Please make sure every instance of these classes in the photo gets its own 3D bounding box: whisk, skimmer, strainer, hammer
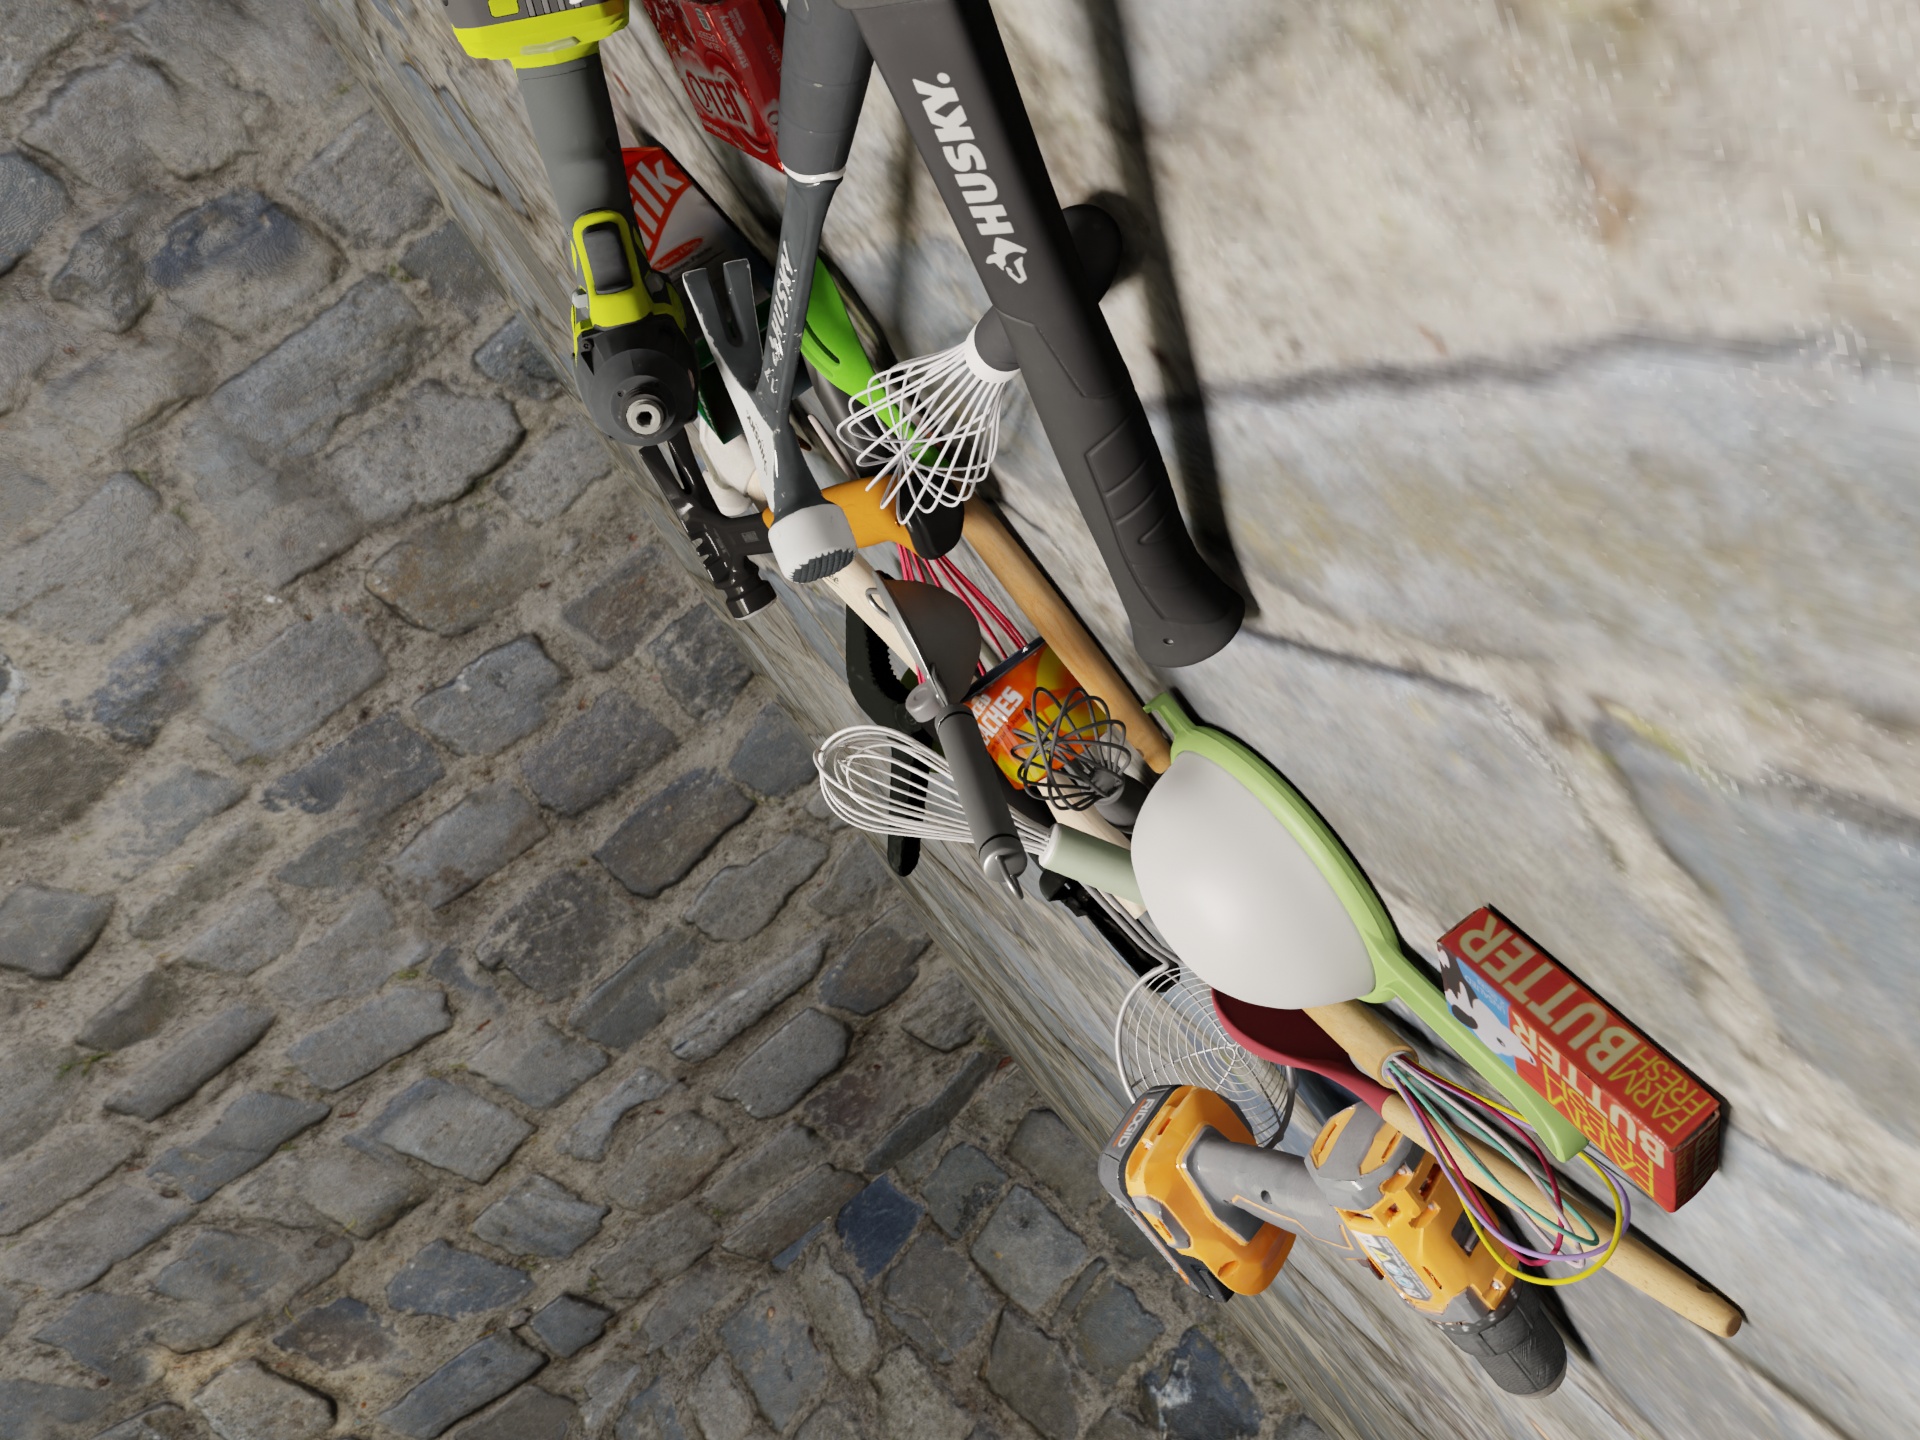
[{"bbox_3d":[0.068,0.028,0.783,0.055,0.055,0.238,51,-176,19],"label":"whisk"},{"bbox_3d":[0.039,0.061,0.825,0.246,0.057,0.059,22,-158,-7],"label":"whisk"},{"bbox_3d":[0.198,0.163,0.690,0.051,0.047,0.245,13,-168,-19],"label":"whisk"},{"bbox_3d":[0.074,0.125,0.915,0.127,0.090,0.363,-12,131,41],"label":"skimmer"},{"bbox_3d":[-0.001,-0.002,0.734,0.259,0.050,0.086,-110,-6,-54],"label":"strainer"},{"bbox_3d":[-0.091,-0.116,0.879,0.337,0.034,0.127,7,129,63],"label":"hammer"},{"bbox_3d":[0.148,0.107,0.675,0.257,0.069,0.151,47,169,47],"label":"strainer"},{"bbox_3d":[0.007,-0.129,0.592,0.070,0.070,0.284,55,166,-4],"label":"whisk"},{"bbox_3d":[-0.018,-0.041,0.988,0.411,0.038,0.146,47,160,7],"label":"hammer"},{"bbox_3d":[-0.021,-0.090,0.880,0.295,0.073,0.073,64,168,-19],"label":"whisk"},{"bbox_3d":[0.022,-0.113,0.460,0.146,0.035,0.334,4,152,25],"label":"hammer"},{"bbox_3d":[-0.053,-0.186,0.547,0.409,0.036,0.149,124,126,-71],"label":"hammer"}]

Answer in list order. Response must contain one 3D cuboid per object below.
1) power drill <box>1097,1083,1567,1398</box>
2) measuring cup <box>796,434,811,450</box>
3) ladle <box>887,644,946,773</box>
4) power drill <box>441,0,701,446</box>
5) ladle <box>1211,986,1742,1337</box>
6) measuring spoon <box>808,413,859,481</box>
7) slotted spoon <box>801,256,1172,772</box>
[{"bbox_3d":[0.202,0.280,0.861,0.185,0.084,0.226,51,149,-16],"label":"power drill"},{"bbox_3d":[-0.149,-0.237,1.034,0.173,0.052,0.095,30,-161,-37],"label":"measuring cup"},{"bbox_3d":[-0.076,-0.072,1.227,0.078,0.062,0.320,36,-170,-46],"label":"ladle"},{"bbox_3d":[-0.169,-0.244,0.728,0.171,0.080,0.223,-115,12,-58],"label":"power drill"},{"bbox_3d":[0.215,0.186,0.722,0.316,0.069,0.031,28,112,60],"label":"ladle"},{"bbox_3d":[-0.056,-0.144,0.914,0.034,0.018,0.124,53,-179,29],"label":"measuring spoon"},{"bbox_3d":[0.006,-0.101,0.782,0.314,0.031,0.070,52,168,3],"label":"slotted spoon"}]
